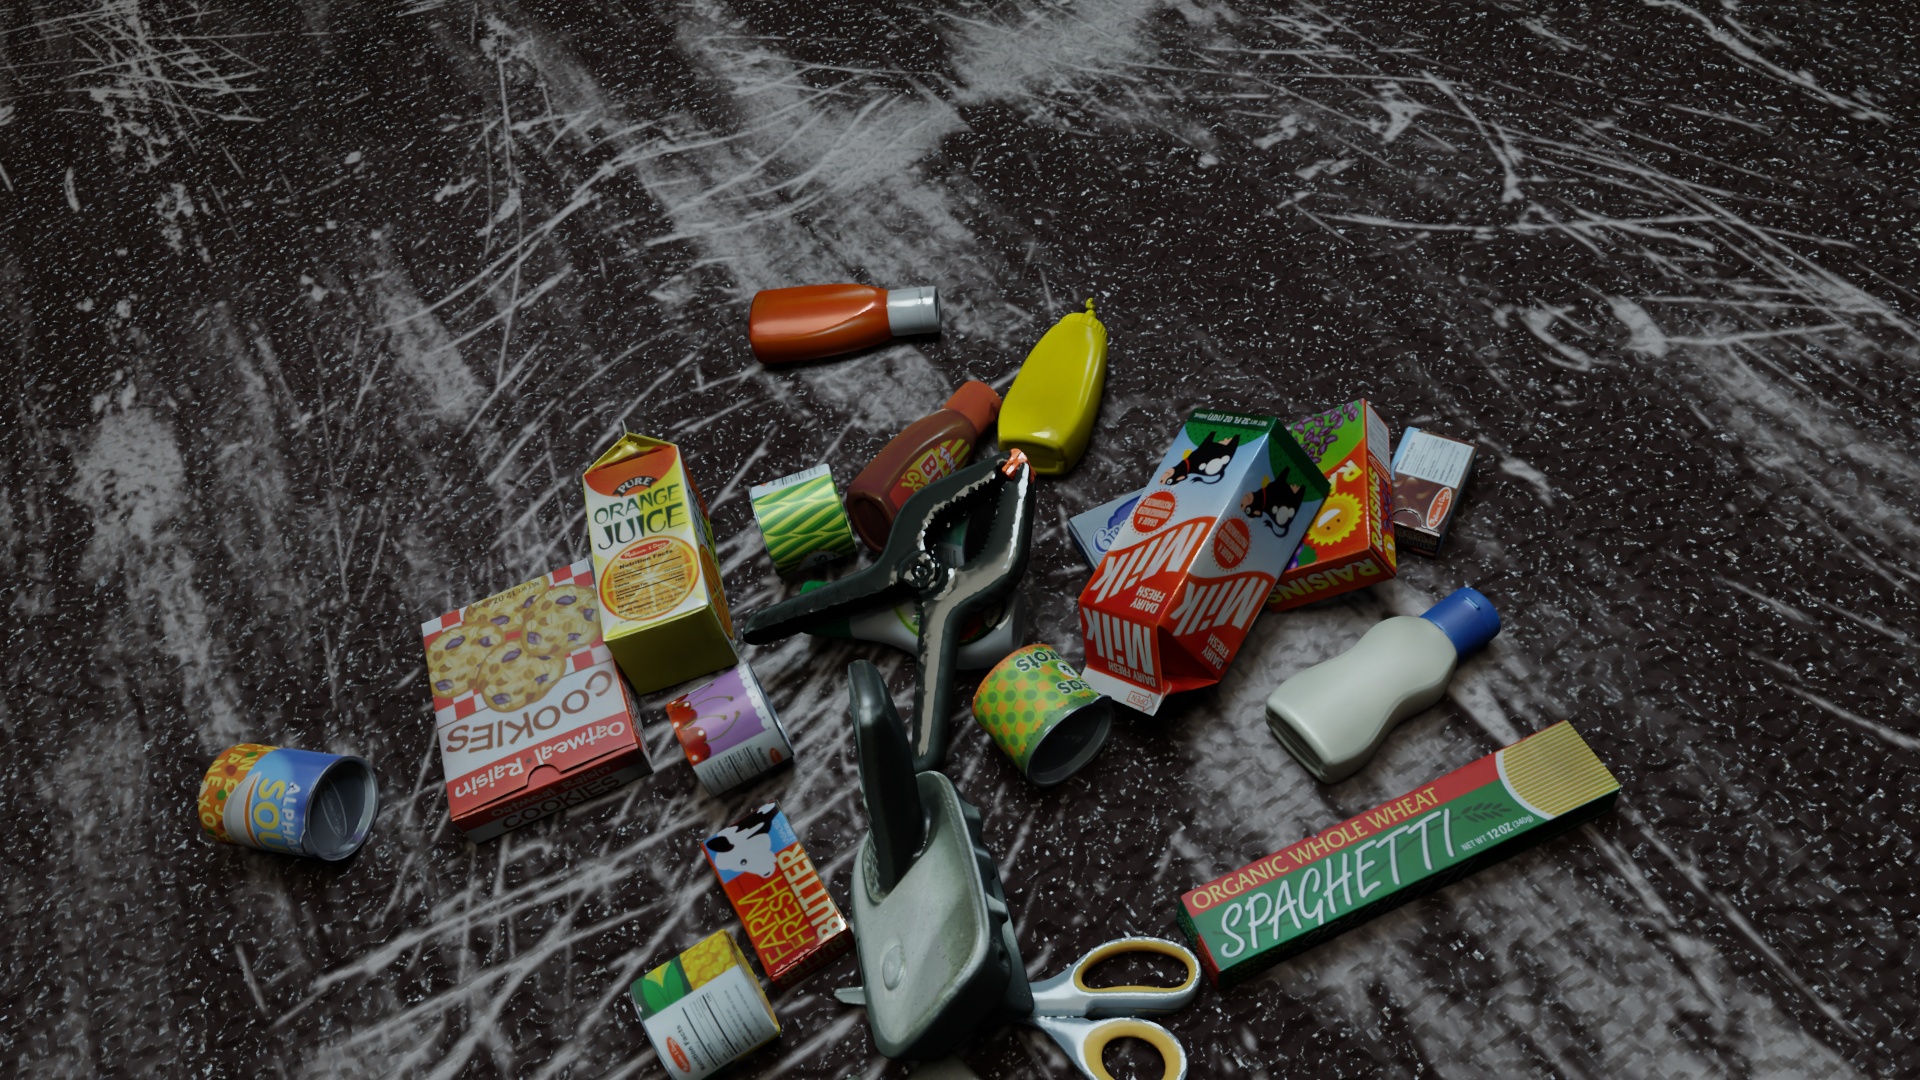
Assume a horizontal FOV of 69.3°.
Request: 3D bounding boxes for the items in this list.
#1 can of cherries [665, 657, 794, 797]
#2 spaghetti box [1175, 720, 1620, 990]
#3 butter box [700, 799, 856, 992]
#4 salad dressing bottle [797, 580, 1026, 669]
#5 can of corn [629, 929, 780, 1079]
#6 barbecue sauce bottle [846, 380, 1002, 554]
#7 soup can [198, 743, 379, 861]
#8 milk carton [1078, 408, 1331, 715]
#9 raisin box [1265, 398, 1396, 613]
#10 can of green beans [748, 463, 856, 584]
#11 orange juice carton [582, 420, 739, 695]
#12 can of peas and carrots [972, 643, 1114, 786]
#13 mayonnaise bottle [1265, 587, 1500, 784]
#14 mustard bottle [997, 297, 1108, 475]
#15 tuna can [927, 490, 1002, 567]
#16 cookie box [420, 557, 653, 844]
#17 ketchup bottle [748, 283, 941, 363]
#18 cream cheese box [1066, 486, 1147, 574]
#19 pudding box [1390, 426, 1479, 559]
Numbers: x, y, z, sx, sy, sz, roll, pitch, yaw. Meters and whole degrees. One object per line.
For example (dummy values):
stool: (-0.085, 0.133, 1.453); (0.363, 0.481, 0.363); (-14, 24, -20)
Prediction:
can of cherries: (-0.145, 0.116, 0.870); (0.058, 0.071, 0.072); (-27, 52, -8)
spaghetti box: (0.241, 0.173, 0.768); (0.250, 0.028, 0.050); (-22, 50, -6)
butter box: (-0.108, 0.207, 0.817); (0.053, 0.024, 0.104); (-29, 52, -12)
salad dressing bottle: (-0.033, 0.050, 0.912); (0.148, 0.043, 0.064); (3, 61, 15)
can of corn: (-0.140, 0.255, 0.761); (0.058, 0.070, 0.071); (-29, 52, -12)
barbecue sauce bottle: (-0.022, -0.058, 0.986); (0.044, 0.064, 0.149); (13, 47, 31)
soup can: (-0.430, 0.168, 0.887); (0.084, 0.071, 0.072); (4, 53, 15)
milk carton: (0.142, 0.017, 0.855); (0.072, 0.073, 0.191); (16, 69, 53)
raisin box: (0.232, -0.022, 0.897); (0.086, 0.040, 0.124); (-20, 44, 34)
can of green beans: (-0.109, -0.014, 0.965); (0.058, 0.071, 0.071); (-18, 51, -3)
orange juice carton: (-0.213, 0.004, 0.969); (0.073, 0.071, 0.193); (-18, 51, -3)
can of peas and carrots: (0.051, 0.103, 0.837); (0.071, 0.070, 0.059); (-34, 53, -15)
mayonnaise bottle: (0.257, 0.081, 0.830); (0.148, 0.041, 0.065); (-32, 54, -14)
mustard bottle: (0.077, -0.120, 1.020); (0.065, 0.048, 0.161); (11, 55, 19)
tuna can: (0.003, -0.012, 0.939); (0.033, 0.070, 0.071); (14, 56, 22)
cookie box: (-0.285, 0.103, 0.926); (0.123, 0.040, 0.168); (-22, 51, -6)
ketchup bottle: (-0.091, -0.177, 1.104); (0.149, 0.043, 0.065); (-5, 52, 8)
cream cheese box: (0.130, -0.009, 0.937); (0.104, 0.024, 0.053); (-23, 51, -6)
pudding box: (0.304, -0.033, 0.916); (0.050, 0.030, 0.084); (19, 59, 23)
